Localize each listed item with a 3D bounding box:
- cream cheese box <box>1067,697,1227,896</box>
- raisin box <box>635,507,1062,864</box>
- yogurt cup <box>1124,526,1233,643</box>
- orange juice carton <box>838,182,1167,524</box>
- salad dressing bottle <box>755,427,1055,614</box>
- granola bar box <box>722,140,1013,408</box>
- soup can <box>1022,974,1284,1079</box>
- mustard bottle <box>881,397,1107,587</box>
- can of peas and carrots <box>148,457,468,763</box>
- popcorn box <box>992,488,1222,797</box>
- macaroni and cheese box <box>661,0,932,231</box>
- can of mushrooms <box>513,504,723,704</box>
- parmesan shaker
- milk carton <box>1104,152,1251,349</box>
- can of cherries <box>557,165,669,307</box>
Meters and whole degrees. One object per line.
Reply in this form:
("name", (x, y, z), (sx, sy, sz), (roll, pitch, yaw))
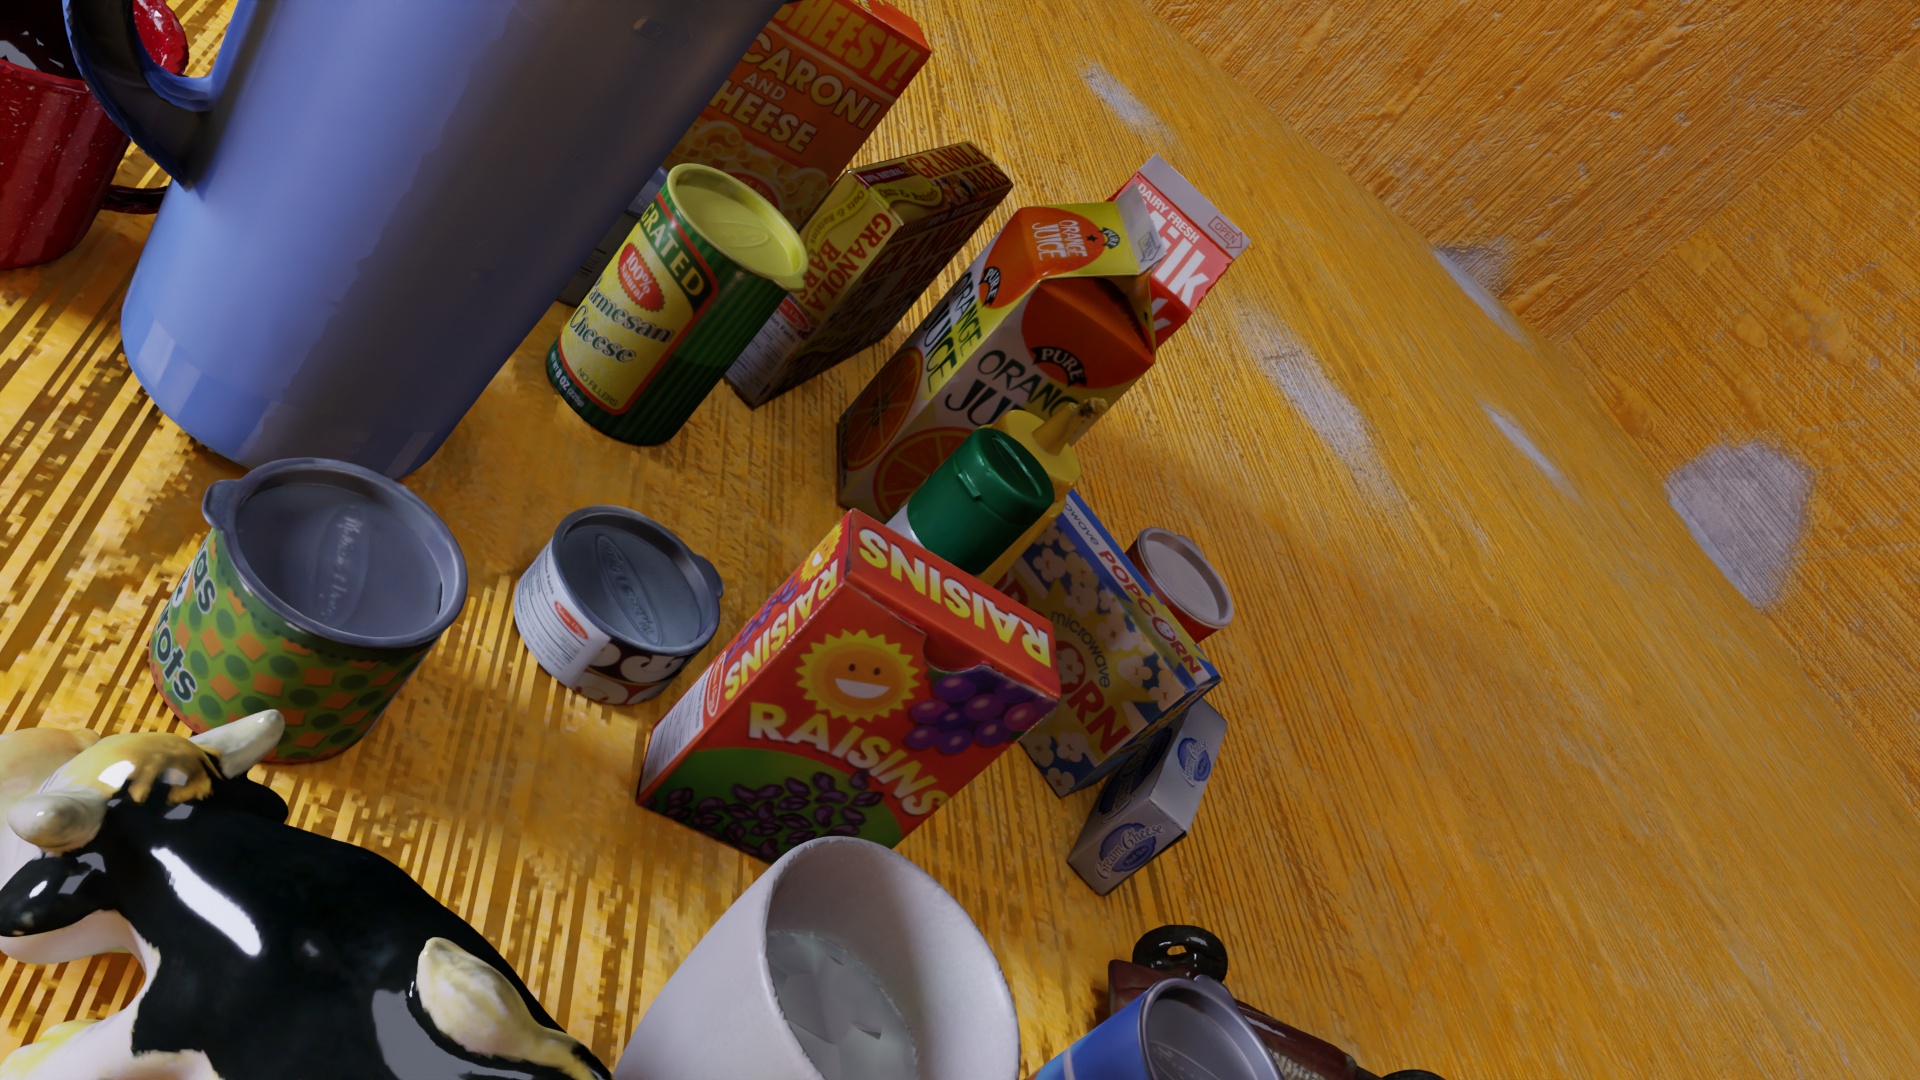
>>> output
("cream cheese box", (0.086, 0.112, 0.624), (0.024, 0.053, 0.104), (45, 28, 0))
("raisin box", (-0.038, 0.057, 0.461), (0.086, 0.123, 0.040), (32, 30, -23))
("yogurt cup", (0.105, 0.035, 0.752), (0.072, 0.053, 0.073), (32, 30, -21))
("orange juice carton", (0.025, -0.084, 0.660), (0.073, 0.192, 0.072), (30, 31, -26))
("salad dressing bottle", (-0.027, 0.021, 0.498), (0.044, 0.147, 0.064), (-6, 56, -56))
("granola bar box", (-0.048, -0.142, 0.714), (0.039, 0.123, 0.166), (45, 28, 0))
("soup can", (0.055, 0.189, 0.447), (0.071, 0.083, 0.072), (32, 30, -22))
("mustard bottle", (0.002, -0.007, 0.560), (0.049, 0.159, 0.065), (39, 28, -10))
("can of peas and carrots", (-0.184, 0.019, 0.388), (0.071, 0.058, 0.071), (32, 30, -21))
("popcorn box", (0.045, 0.040, 0.633), (0.127, 0.085, 0.038), (54, 29, 17))
("macaroni and cheese box", (-0.114, -0.210, 0.675), (0.124, 0.165, 0.040), (19, 37, -39))
("can of mushrooms", (-0.120, 0.023, 0.494), (0.071, 0.033, 0.071), (32, 30, -21))
("parmesan shaker", (-0.118, -0.094, 0.581), (0.071, 0.102, 0.072), (32, 30, -22))
("milk carton", (0.067, -0.119, 0.765), (0.072, 0.189, 0.074), (41, 28, -7))
("can of cherries", (-0.169, -0.149, 0.635), (0.071, 0.058, 0.072), (32, 30, -21))
